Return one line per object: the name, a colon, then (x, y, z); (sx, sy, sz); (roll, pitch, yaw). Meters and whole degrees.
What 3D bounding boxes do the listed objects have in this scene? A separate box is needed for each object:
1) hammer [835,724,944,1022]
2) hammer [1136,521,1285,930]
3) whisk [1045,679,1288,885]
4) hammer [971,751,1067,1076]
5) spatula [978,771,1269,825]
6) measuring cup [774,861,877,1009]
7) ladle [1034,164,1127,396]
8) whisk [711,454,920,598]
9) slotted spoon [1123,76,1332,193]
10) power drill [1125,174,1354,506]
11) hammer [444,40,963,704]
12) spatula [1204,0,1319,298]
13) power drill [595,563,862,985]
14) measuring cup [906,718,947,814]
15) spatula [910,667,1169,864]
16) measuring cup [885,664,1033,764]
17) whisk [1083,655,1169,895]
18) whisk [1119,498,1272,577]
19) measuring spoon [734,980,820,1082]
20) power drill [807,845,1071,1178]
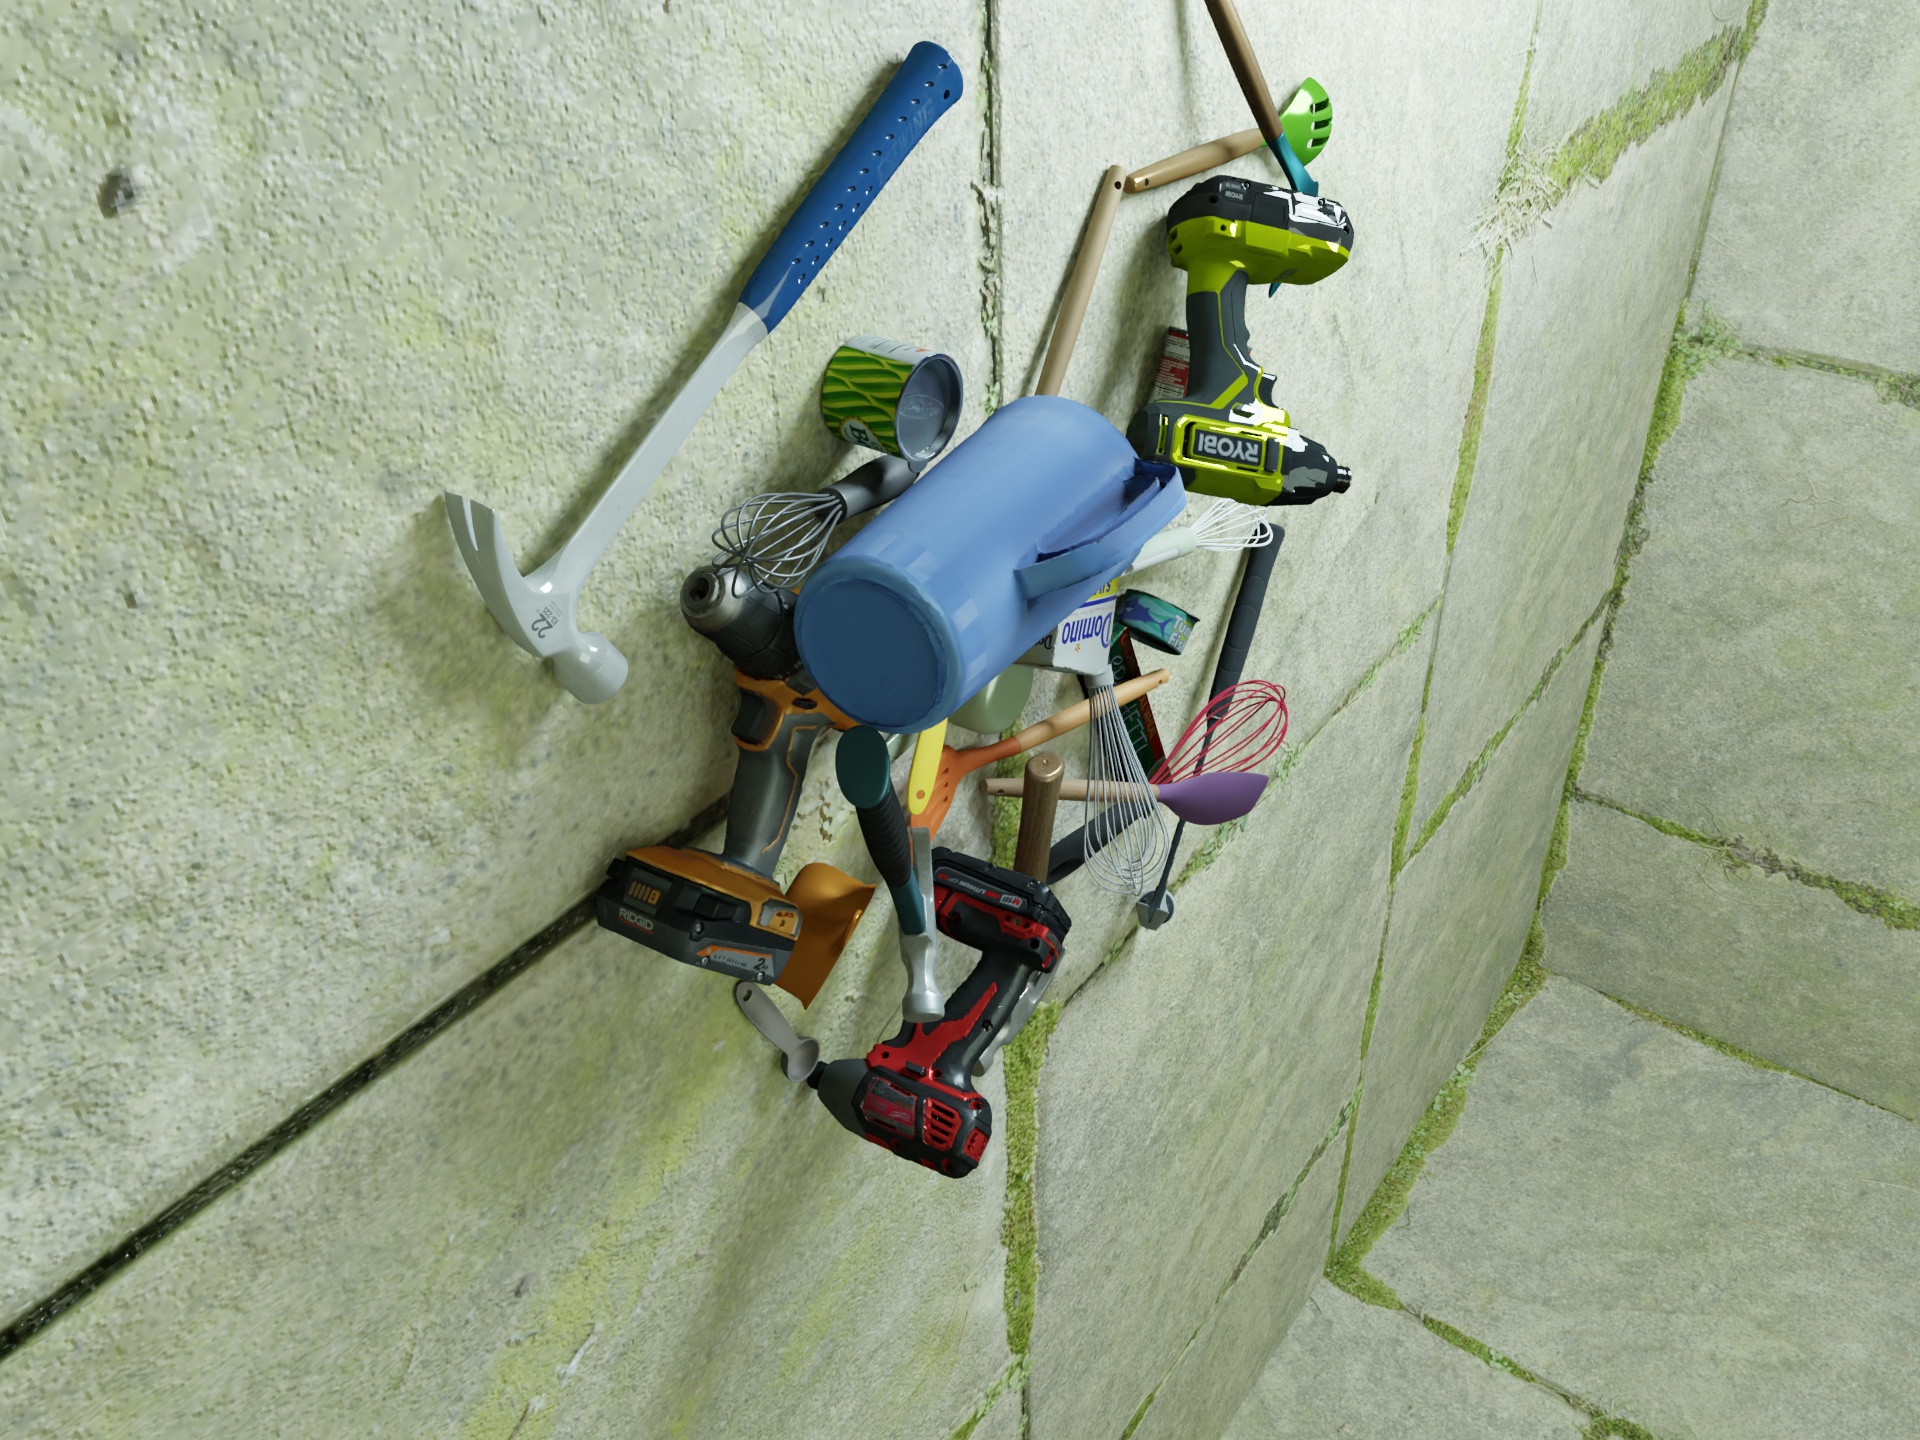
hammer: (-0.041, 0.090, 1.010); (0.330, 0.033, 0.128); (80, 4, -65)
hammer: (0.239, 0.009, 1.528); (0.149, 0.036, 0.409); (-2, 109, -79)
whisk: (0.181, 0.058, 1.414); (0.296, 0.073, 0.073); (-35, 140, -15)
hammer: (0.055, 0.153, 1.316); (0.130, 0.031, 0.331); (-43, 151, -40)
spatula: (0.143, 0.063, 1.342); (0.315, 0.018, 0.059); (5, 122, -37)
measuring cup: (-0.094, 0.127, 1.010); (0.095, 0.052, 0.173); (-60, 180, -17)
ladle: (0.068, -0.231, 1.102); (0.078, 0.062, 0.320); (17, 92, -31)
whisk: (-0.075, -0.121, 0.921); (0.239, 0.055, 0.055); (-43, 145, -60)
slotted spoon: (0.215, -0.442, 1.228); (0.314, 0.031, 0.070); (-34, 131, -42)
power drill: (0.218, -0.273, 1.180); (0.080, 0.171, 0.223); (168, -71, -75)
hammer: (-0.117, -0.207, 0.837); (0.405, 0.035, 0.143); (-58, 149, -16)
spatula: (0.215, -0.456, 1.184); (0.082, 0.044, 0.317); (-57, 136, -17)
power drill: (-0.131, 0.028, 0.930); (0.185, 0.084, 0.226); (35, 75, -59)
measuring cup: (-0.008, -0.009, 1.110); (0.062, 0.029, 0.156); (17, 84, -34)
spatula: (0.065, 0.016, 1.249); (0.322, 0.041, 0.081); (-24, 129, -39)
measuring cup: (-0.002, -0.004, 1.152); (0.167, 0.038, 0.083); (-41, 141, -41)
whisk: (0.113, -0.003, 1.239); (0.070, 0.070, 0.284); (-14, 95, -54)
whisk: (0.198, -0.156, 1.373); (0.246, 0.059, 0.057); (-22, 155, -46)
measuring spoon: (-0.133, 0.215, 1.116); (0.034, 0.018, 0.124); (-53, 140, -23)
power drill: (-0.016, 0.215, 1.187); (0.220, 0.143, 0.078); (-65, 155, -18)
